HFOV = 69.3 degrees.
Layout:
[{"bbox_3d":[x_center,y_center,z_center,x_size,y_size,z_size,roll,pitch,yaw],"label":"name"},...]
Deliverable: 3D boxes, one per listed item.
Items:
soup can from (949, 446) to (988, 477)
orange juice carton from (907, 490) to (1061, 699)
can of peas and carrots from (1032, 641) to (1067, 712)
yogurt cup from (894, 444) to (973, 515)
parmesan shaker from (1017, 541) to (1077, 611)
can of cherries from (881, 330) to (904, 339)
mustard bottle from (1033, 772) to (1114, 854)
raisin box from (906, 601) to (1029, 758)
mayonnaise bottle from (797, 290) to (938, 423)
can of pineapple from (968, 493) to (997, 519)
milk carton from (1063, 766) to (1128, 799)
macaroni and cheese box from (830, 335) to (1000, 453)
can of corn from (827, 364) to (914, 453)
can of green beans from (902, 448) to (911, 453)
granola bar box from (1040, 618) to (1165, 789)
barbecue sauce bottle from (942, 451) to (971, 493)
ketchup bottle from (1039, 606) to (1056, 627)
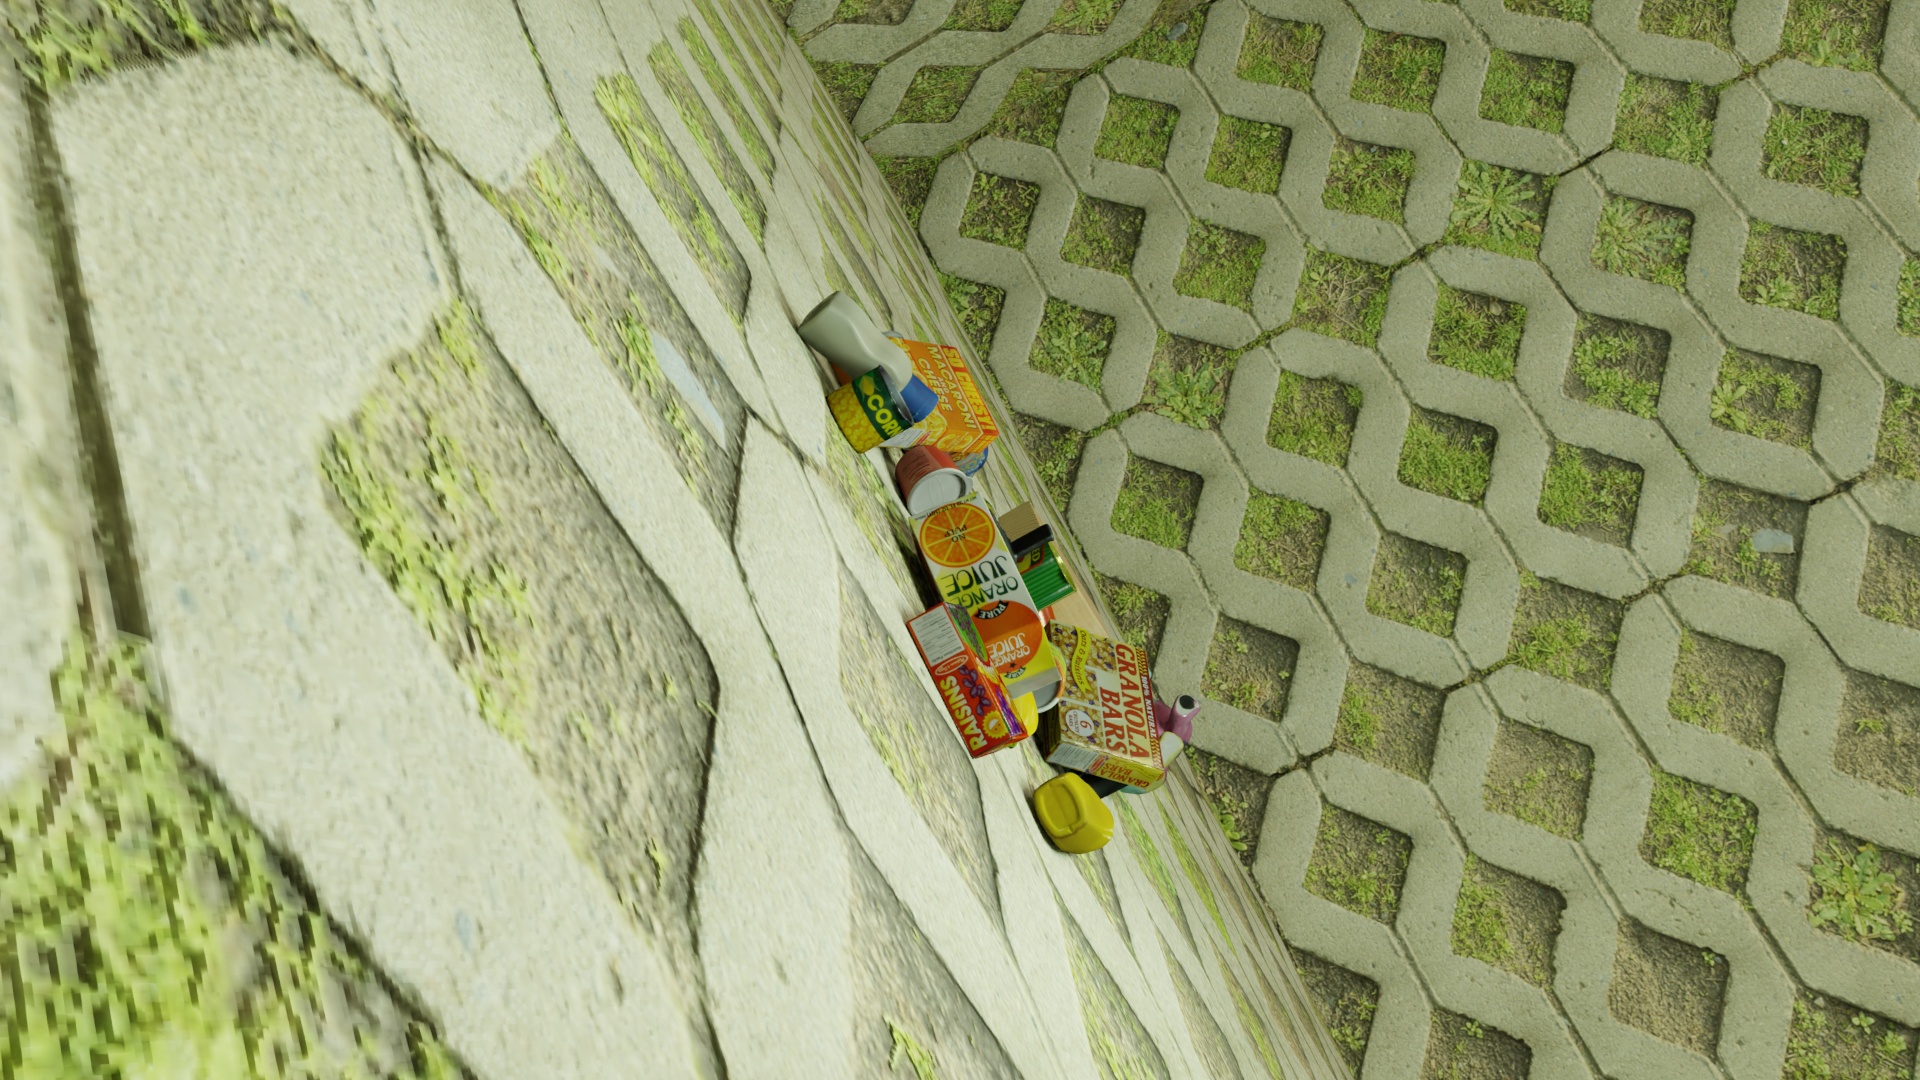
[{"bbox_3d":[-0.005,-0.124,1.814,0.071,0.071,0.083,64,8,19],"label":"soup can"},{"bbox_3d":[0.021,0.058,1.244,0.072,0.072,0.193,80,-12,-58],"label":"orange juice carton"},{"bbox_3d":[0.071,0.132,1.380,0.071,0.071,0.059,61,8,-3],"label":"can of peas and carrots"},{"bbox_3d":[-0.032,-0.061,1.419,0.054,0.072,0.072,57,3,40],"label":"yogurt cup"},{"bbox_3d":[0.065,0.051,1.493,0.071,0.103,0.071,59,7,-12],"label":"parmesan shaker"},{"bbox_3d":[-0.084,-0.191,1.555,0.058,0.071,0.071,63,7,19],"label":"can of cherries"},{"bbox_3d":[0.109,0.253,1.255,0.065,0.049,0.160,65,8,26],"label":"mustard bottle"},{"bbox_3d":[0.008,0.113,1.135,0.123,0.040,0.086,63,7,11],"label":"raisin box"},{"bbox_3d":[-0.085,-0.175,1.353,0.148,0.064,0.041,41,48,-20],"label":"mayonnaise bottle"},{"bbox_3d":[0.005,-0.019,1.483,0.071,0.071,0.058,62,8,5],"label":"can of pineapple"},{"bbox_3d":[0.129,0.187,1.544,0.073,0.072,0.191,51,14,-55],"label":"milk carton"},{"bbox_3d":[-0.049,-0.154,1.460,0.167,0.040,0.124,1,56,-47],"label":"macaroni and cheese box"},{"bbox_3d":[-0.084,-0.122,1.309,0.071,0.058,0.071,60,7,-13],"label":"can of corn"},{"bbox_3d":[-0.046,-0.133,1.576,0.057,0.071,0.071,58,8,-19],"label":"can of green beans"},{"bbox_3d":[0.144,0.170,1.459,0.124,0.038,0.166,19,41,-20],"label":"granola bar box"},{"bbox_3d":[-0.006,-0.043,1.597,0.064,0.043,0.149,49,14,-55],"label":"barbecue sauce bottle"},{"bbox_3d":[0.088,0.104,1.629,0.044,0.064,0.149,-19,86,-41],"label":"ketchup bottle"}]
